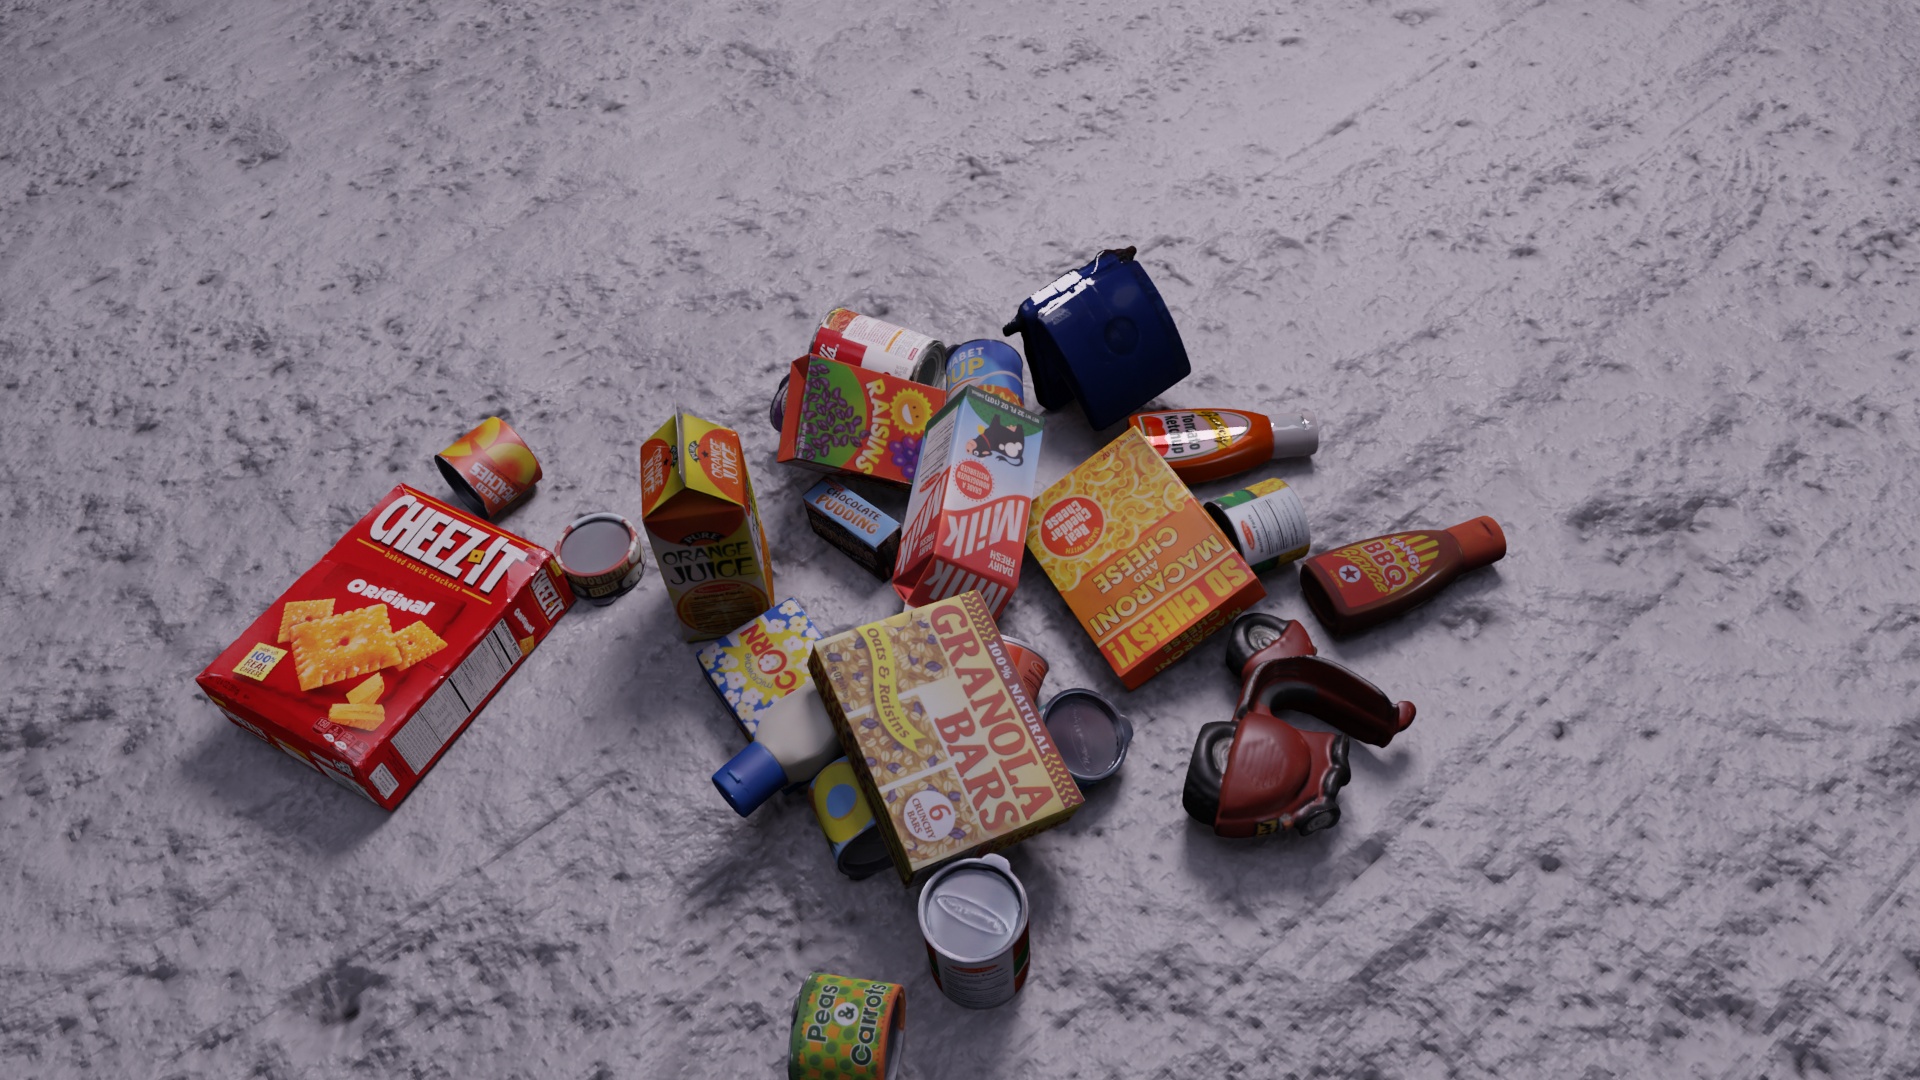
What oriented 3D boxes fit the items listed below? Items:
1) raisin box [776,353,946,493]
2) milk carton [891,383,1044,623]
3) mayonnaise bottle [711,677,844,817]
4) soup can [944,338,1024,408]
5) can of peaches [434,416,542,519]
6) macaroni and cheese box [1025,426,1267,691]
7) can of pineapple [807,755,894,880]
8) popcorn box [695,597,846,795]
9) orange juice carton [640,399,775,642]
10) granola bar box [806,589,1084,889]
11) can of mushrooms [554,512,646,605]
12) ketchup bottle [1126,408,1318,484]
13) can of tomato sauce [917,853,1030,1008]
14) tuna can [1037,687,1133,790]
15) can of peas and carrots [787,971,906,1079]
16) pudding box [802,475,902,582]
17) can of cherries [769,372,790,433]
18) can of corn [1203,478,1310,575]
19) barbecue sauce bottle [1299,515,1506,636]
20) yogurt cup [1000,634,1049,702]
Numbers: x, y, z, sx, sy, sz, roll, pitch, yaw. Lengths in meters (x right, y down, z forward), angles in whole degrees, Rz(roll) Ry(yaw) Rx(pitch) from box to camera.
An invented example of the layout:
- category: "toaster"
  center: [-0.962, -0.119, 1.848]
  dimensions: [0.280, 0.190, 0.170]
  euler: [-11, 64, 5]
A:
- category: "raisin box"
  center: [-0.077, -0.092, 1.104]
  dimensions: [0.123, 0.040, 0.086]
  euler: [13, 79, -30]
- category: "milk carton"
  center: [0.004, -0.013, 1.049]
  dimensions: [0.072, 0.073, 0.191]
  euler: [23, 59, -21]
- category: "mayonnaise bottle"
  center: [-0.100, 0.127, 0.944]
  dimensions: [0.148, 0.041, 0.065]
  euler: [-39, 61, -22]
- category: "soup can"
  center: [0.018, -0.116, 1.154]
  dimensions: [0.071, 0.071, 0.084]
  euler: [-3, 52, 3]
- category: "can of peaches"
  center: [-0.387, -0.059, 1.144]
  dimensions: [0.071, 0.071, 0.058]
  euler: [34, 61, 27]
- category: "macaroni and cheese box"
  center: [0.130, 0.012, 1.041]
  dimensions: [0.123, 0.040, 0.167]
  euler: [-36, 56, 4]
- category: "can of pineapple"
  center: [-0.064, 0.183, 0.931]
  dimensions: [0.071, 0.070, 0.058]
  euler: [-23, 53, -12]
- category: "popcorn box"
  center: [-0.125, 0.111, 1.009]
  dimensions: [0.085, 0.038, 0.127]
  euler: [-30, 56, -18]
- category: "orange juice carton"
  center: [-0.186, -0.012, 1.012]
  dimensions: [0.073, 0.191, 0.072]
  euler: [-9, 51, -3]
- category: "granola bar box"
  center: [-0.012, 0.124, 0.907]
  dimensions: [0.124, 0.039, 0.166]
  euler: [-17, 66, -23]
- category: "can of mushrooms"
  center: [-0.285, 0.014, 1.101]
  dimensions: [0.071, 0.033, 0.071]
  euler: [-2, 52, 2]
- category: "ketchup bottle"
  center: [0.212, -0.079, 1.127]
  dimensions: [0.149, 0.043, 0.065]
  euler: [-6, 54, -1]
- category: "can of tomato sauce"
  center: [0.011, 0.244, 0.866]
  dimensions: [0.071, 0.082, 0.071]
  euler: [-2, 52, 3]
- category: "tuna can"
  center: [0.082, 0.138, 0.960]
  dimensions: [0.071, 0.032, 0.071]
  euler: [10, 63, -19]
- category: "can of peas and carrots"
  center: [-0.068, 0.297, 0.839]
  dimensions: [0.059, 0.070, 0.071]
  euler: [5, 53, 8]
- category: "pudding box"
  center: [-0.082, -0.010, 1.092]
  dimensions: [0.084, 0.049, 0.030]
  euler: [34, 64, 27]
- category: "can of cherries"
  center: [-0.116, -0.103, 1.154]
  dimensions: [0.072, 0.071, 0.058]
  euler: [-37, 59, -22]
- category: "can of corn"
  center: [0.224, -0.008, 1.058]
  dimensions: [0.058, 0.070, 0.071]
  euler: [-20, 53, -11]
- category: "barbecue sauce bottle"
  center: [0.334, 0.021, 1.039]
  dimensions: [0.149, 0.043, 0.065]
  euler: [-18, 52, -10]
- category: "yogurt cup"
  center: [0.025, 0.104, 0.987]
  dimensions: [0.072, 0.072, 0.054]
  euler: [10, 62, 12]
